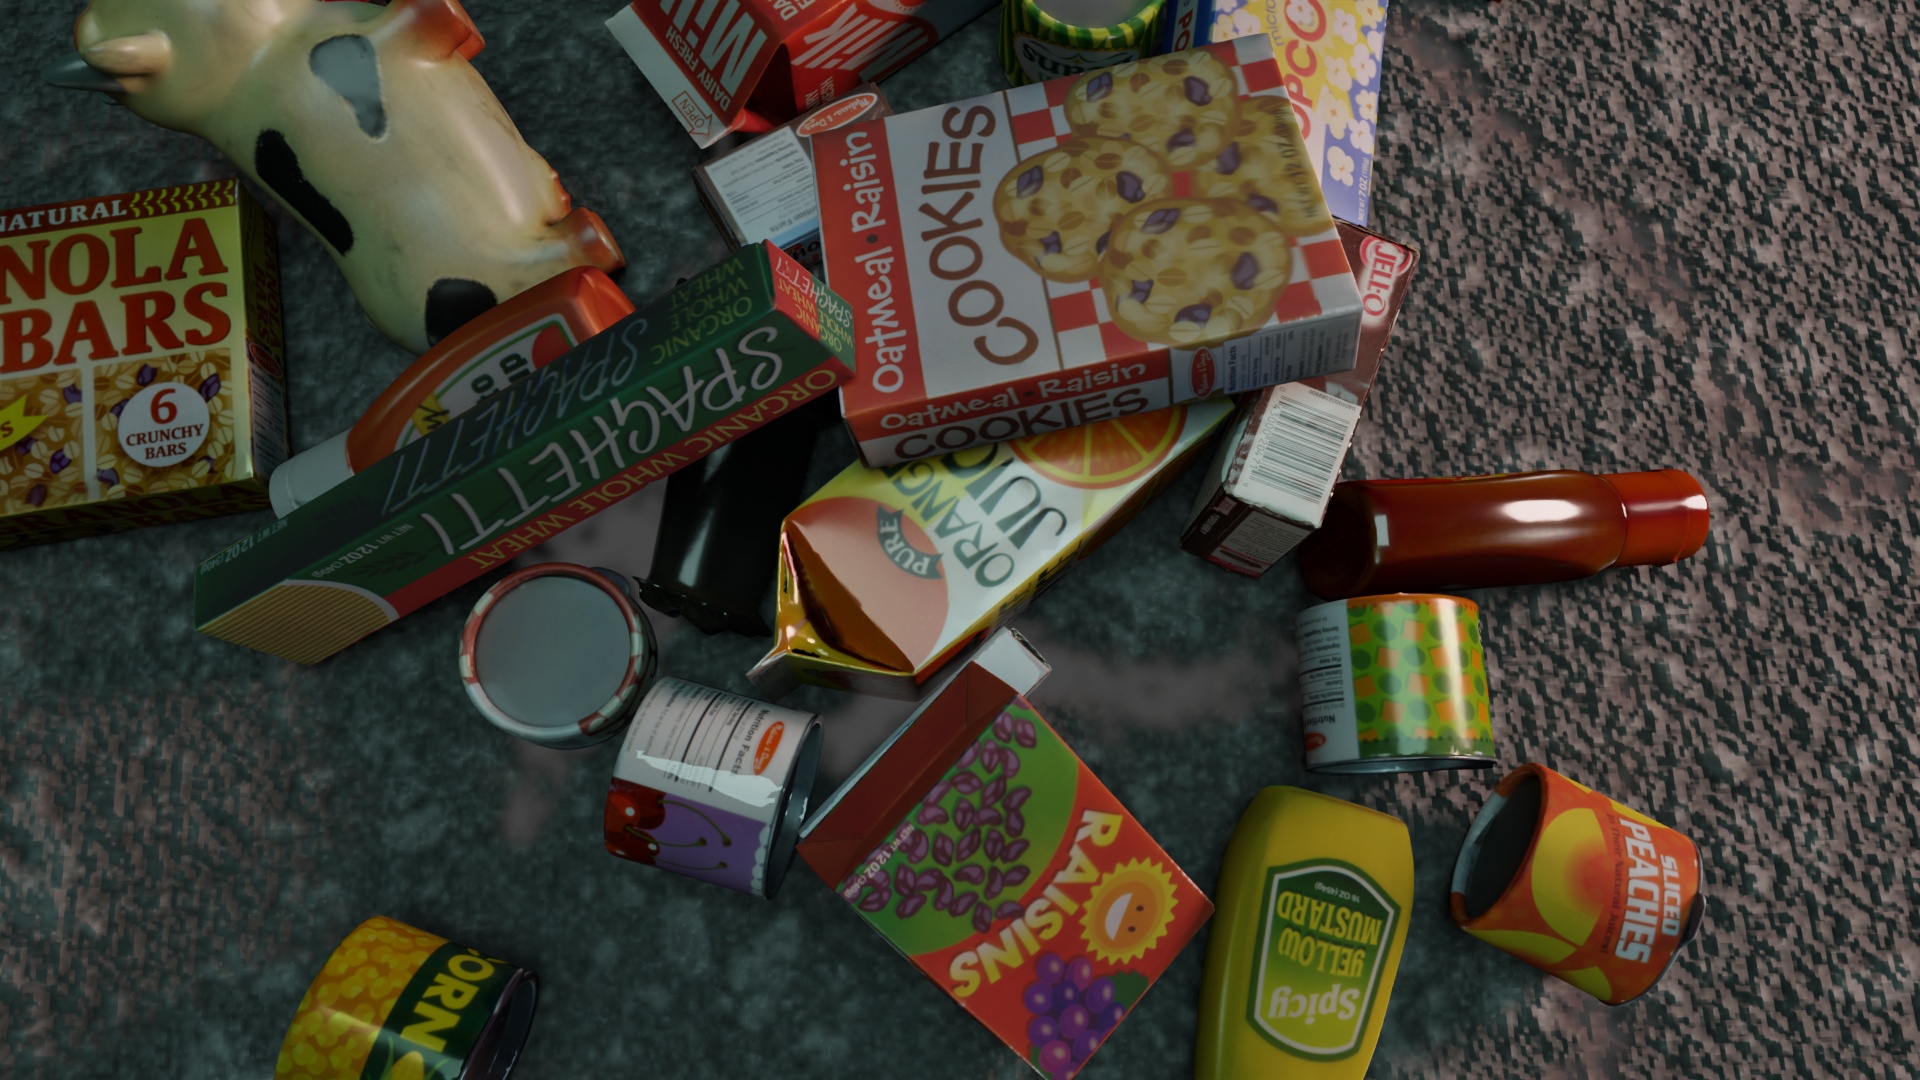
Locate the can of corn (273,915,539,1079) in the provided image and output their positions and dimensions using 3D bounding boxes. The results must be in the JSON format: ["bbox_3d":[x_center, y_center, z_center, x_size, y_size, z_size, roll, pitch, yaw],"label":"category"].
[{"bbox_3d":[-0.182,0.164,0.461,0.058,0.071,0.071,20,77,3],"label":"can of corn"}]

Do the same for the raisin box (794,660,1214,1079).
[{"bbox_3d":[0.018,0.114,0.467,0.086,0.040,0.123,-47,116,-11],"label":"raisin box"}]

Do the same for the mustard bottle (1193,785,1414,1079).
[{"bbox_3d":[0.113,0.169,0.483,0.065,0.048,0.160,16,76,0],"label":"mustard bottle"}]

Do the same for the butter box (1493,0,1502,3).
[{"bbox_3d":[0.239,-0.293,0.614,0.053,0.024,0.104,28,77,5],"label":"butter box"}]

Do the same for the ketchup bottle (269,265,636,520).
[{"bbox_3d":[-0.179,-0.041,0.503,0.148,0.044,0.064,-23,119,14],"label":"ketchup bottle"}]

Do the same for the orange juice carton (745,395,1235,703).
[{"bbox_3d":[0.002,-0.006,0.509,0.193,0.071,0.073,-39,80,-11],"label":"orange juice carton"}]

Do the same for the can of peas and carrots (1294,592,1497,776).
[{"bbox_3d":[0.159,0.054,0.505,0.071,0.070,0.059,-1,76,-3],"label":"can of peas and carrots"}]

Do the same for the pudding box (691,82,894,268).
[{"bbox_3d":[-0.059,-0.142,0.561,0.084,0.030,0.050,-30,78,-9],"label":"pudding box"}]

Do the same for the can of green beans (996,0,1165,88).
[{"bbox_3d":[0.050,-0.219,0.570,0.071,0.057,0.071,1,77,-2],"label":"can of green beans"}]

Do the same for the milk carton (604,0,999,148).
[{"bbox_3d":[-0.046,-0.235,0.562,0.191,0.073,0.072,-36,80,-10],"label":"milk carton"}]

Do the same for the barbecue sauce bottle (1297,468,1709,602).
[{"bbox_3d":[0.207,-0.004,0.525,0.149,0.064,0.044,-4,79,-12],"label":"barbecue sauce bottle"}]

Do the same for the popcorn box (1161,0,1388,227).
[{"bbox_3d":[0.125,-0.187,0.561,0.085,0.038,0.127,15,75,-24],"label":"popcorn box"}]

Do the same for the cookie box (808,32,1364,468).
[{"bbox_3d":[0.037,-0.100,0.477,0.167,0.040,0.123,-11,62,4],"label":"cookie box"}]

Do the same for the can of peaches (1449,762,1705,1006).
[{"bbox_3d":[0.215,0.119,0.488,0.058,0.071,0.071,27,77,5],"label":"can of peaches"}]

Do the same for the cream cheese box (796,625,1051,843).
[{"bbox_3d":[-0.013,0.077,0.498,0.024,0.053,0.104,45,79,6],"label":"cream cheese box"}]

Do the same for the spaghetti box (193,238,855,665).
[{"bbox_3d":[-0.150,-0.022,0.463,0.249,0.050,0.029,-25,61,18],"label":"spaghetti box"}]

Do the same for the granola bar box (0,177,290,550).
[{"bbox_3d":[-0.346,-0.063,0.524,0.166,0.039,0.124,-9,76,-5],"label":"granola bar box"}]

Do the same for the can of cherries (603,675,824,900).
[{"bbox_3d":[-0.085,0.088,0.486,0.058,0.071,0.071,14,76,4],"label":"can of cherries"}]

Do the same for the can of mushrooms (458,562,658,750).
[{"bbox_3d":[-0.146,0.040,0.511,0.071,0.033,0.071,0,76,-2],"label":"can of mushrooms"}]
